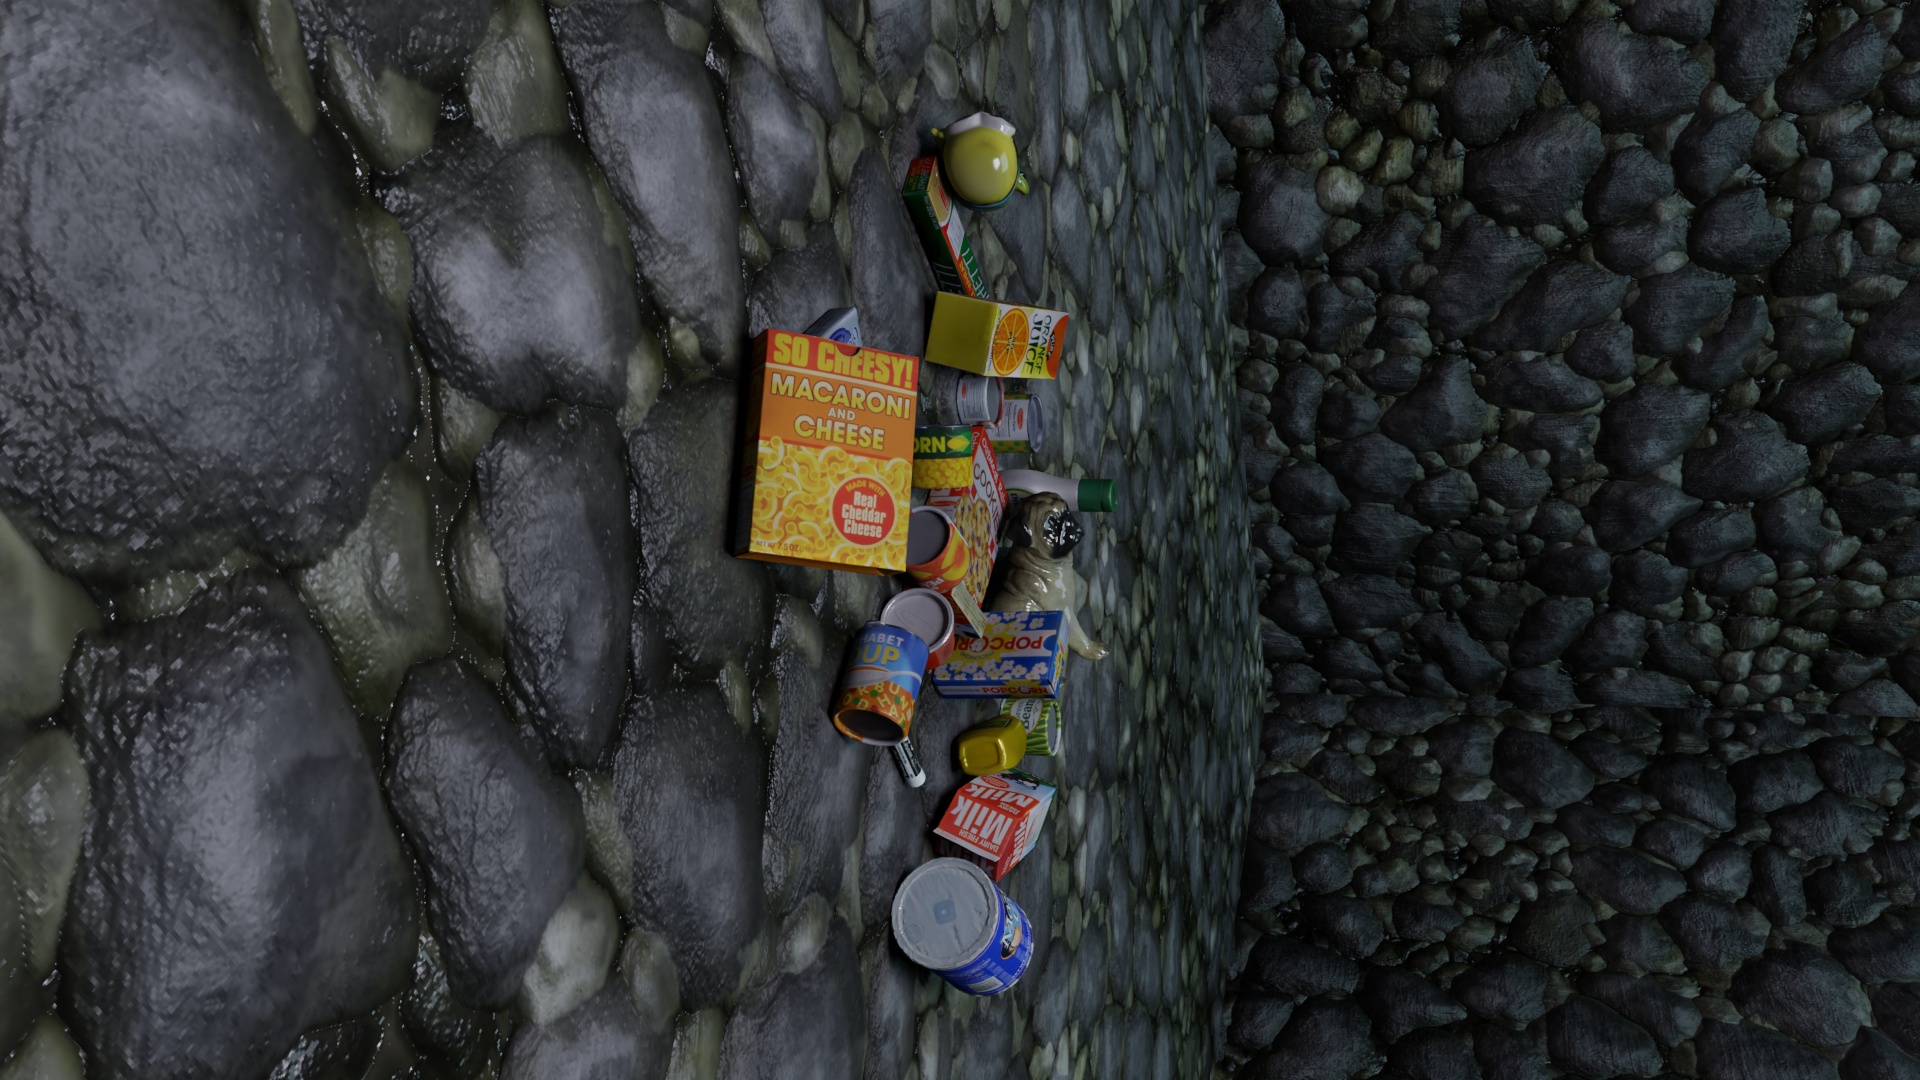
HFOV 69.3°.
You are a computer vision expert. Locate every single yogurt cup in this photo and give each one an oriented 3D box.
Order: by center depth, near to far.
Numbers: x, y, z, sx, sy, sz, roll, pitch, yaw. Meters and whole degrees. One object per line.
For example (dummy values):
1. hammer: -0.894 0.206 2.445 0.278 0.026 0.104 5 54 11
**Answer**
1. yogurt cup: -0.036 0.085 1.277 0.053 0.072 0.073 73 24 -60

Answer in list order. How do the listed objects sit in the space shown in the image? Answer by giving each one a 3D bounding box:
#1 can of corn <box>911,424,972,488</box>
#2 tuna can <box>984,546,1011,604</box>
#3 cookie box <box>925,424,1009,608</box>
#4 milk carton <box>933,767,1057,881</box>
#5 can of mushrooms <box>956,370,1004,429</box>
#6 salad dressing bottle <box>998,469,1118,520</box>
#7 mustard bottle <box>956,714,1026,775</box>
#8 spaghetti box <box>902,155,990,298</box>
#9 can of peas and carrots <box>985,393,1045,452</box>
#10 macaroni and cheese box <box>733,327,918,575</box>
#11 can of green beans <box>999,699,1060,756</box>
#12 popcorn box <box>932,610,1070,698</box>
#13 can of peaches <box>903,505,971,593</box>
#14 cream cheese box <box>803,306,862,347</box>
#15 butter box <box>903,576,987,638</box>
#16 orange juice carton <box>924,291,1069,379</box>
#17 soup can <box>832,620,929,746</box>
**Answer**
1. can of corn: -0.023 -0.080 1.310 0.071 0.071 0.058 -19 108 -70
2. tuna can: 0.047 0.037 1.561 0.071 0.033 0.071 -1 91 -71
3. cookie box: 0.005 -0.018 1.427 0.122 0.040 0.168 71 26 -43
4. milk carton: 0.034 0.292 1.436 0.073 0.072 0.191 -71 164 9
5. can of mushrooms: 0.023 -0.152 1.489 0.071 0.033 0.071 -2 91 -70
6. salad dressing bottle: 0.098 -0.050 1.531 0.064 0.147 0.044 70 27 -44
7. mustard bottle: 0.040 0.217 1.502 0.160 0.065 0.049 -12 93 -76
8. spaghetti box: -0.005 -0.278 1.416 0.249 0.028 0.050 64 32 -51
9. can of peas and carrots: 0.058 -0.130 1.552 0.071 0.059 0.071 -1 91 -71
10. macaroni and cheese box: -0.097 -0.064 1.028 0.124 0.040 0.166 8 79 -26
11. can of green beans: 0.082 0.218 1.622 0.071 0.058 0.071 -1 91 -71
12. popcorn box: 0.042 0.115 1.403 0.038 0.126 0.085 65 31 -44
13. can of peaches: -0.030 0.011 1.289 0.058 0.071 0.071 56 39 -58
14. cream cheese box: -0.108 -0.148 1.126 0.104 0.024 0.053 -57 143 -57
15. butter box: -0.015 0.063 1.353 0.103 0.053 0.024 58 40 -56
16. orange juice carton: 0.050 -0.209 1.427 0.193 0.073 0.071 -8 113 -58
17. soup can: -0.069 0.121 1.179 0.071 0.071 0.084 67 30 -48
